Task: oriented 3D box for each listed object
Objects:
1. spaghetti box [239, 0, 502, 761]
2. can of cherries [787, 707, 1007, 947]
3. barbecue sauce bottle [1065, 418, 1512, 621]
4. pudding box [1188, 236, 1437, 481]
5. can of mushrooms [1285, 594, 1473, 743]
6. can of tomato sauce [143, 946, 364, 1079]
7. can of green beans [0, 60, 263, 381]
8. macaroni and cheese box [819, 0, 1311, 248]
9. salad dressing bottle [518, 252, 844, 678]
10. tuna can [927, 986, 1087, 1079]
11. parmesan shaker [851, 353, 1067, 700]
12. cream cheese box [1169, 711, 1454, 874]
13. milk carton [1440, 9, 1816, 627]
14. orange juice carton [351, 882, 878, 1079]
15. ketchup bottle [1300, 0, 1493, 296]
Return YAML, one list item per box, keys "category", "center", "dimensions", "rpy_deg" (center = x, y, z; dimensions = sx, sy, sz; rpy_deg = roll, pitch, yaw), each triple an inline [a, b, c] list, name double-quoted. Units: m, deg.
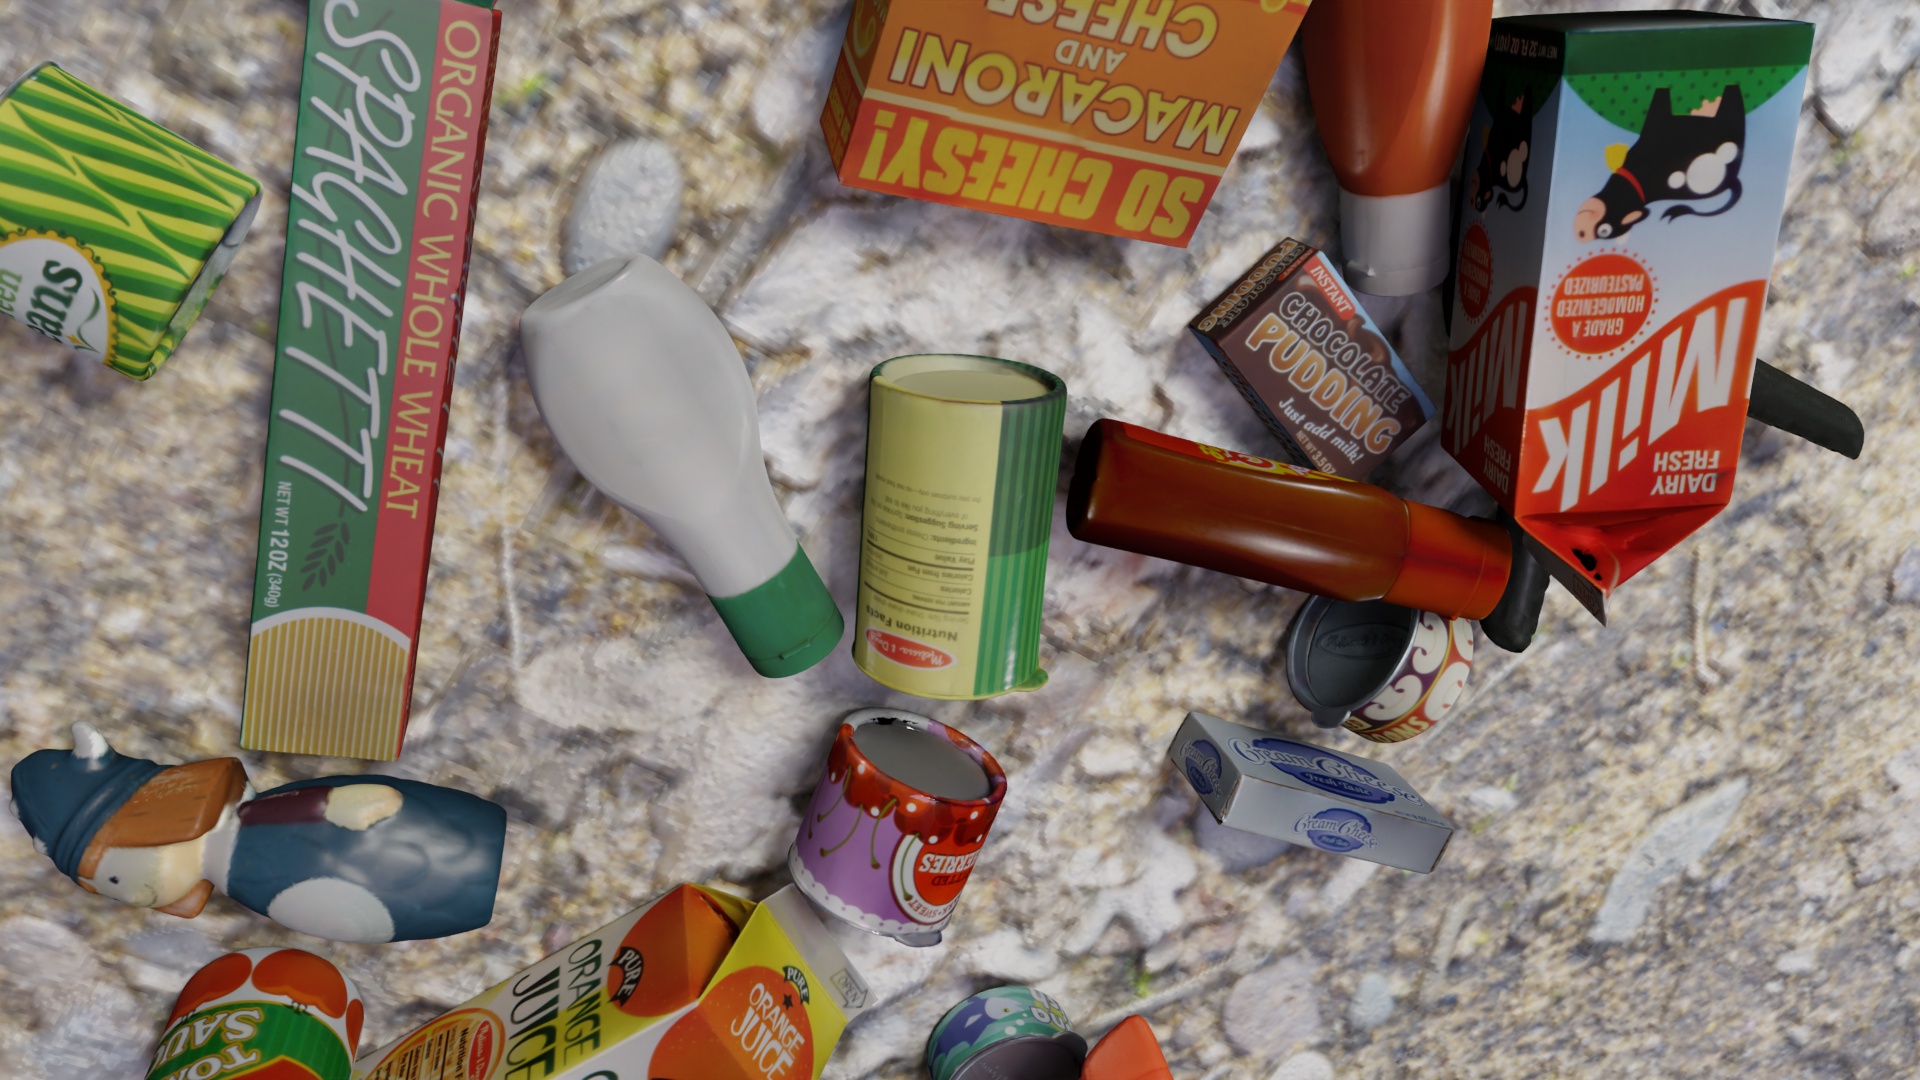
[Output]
- category: "spaghetti box"
  center: [-0.184, -0.046, 0.429]
  dimensions: [0.050, 0.029, 0.249]
  rpy_deg: [9, 110, -18]
- category: "can of cherries"
  center: [-0.021, 0.104, 0.510]
  dimensions: [0.071, 0.072, 0.058]
  rpy_deg: [17, 106, -20]
- category: "barbecue sauce bottle"
  center: [0.114, -0.005, 0.484]
  dimensions: [0.149, 0.065, 0.043]
  rpy_deg: [13, 93, -3]
- category: "pudding box"
  center: [0.128, -0.062, 0.501]
  dimensions: [0.049, 0.030, 0.083]
  rpy_deg: [-42, 116, 5]
- category: "can of mushrooms"
  center: [0.159, 0.044, 0.532]
  dimensions: [0.033, 0.071, 0.071]
  rpy_deg: [28, 103, -25]
- category: "can of tomato sauce"
  center: [-0.249, 0.192, 0.481]
  dimensions: [0.071, 0.083, 0.071]
  rpy_deg: [-5, 113, -12]
- category: "can of green beans"
  center: [-0.235, -0.085, 0.379]
  dimensions: [0.058, 0.071, 0.071]
  rpy_deg: [31, 102, -24]
- category: "macaroni and cheese box"
  center: [0.042, -0.172, 0.394]
  dimensions: [0.124, 0.040, 0.165]
  rpy_deg: [5, 132, -22]
- category: "salad dressing bottle"
  center: [-0.086, -0.020, 0.457]
  dimensions: [0.064, 0.044, 0.147]
  rpy_deg: [-29, 117, -3]
- category: "tuna can"
  center: [0.022, 0.224, 0.592]
  dimensions: [0.071, 0.033, 0.070]
  rpy_deg: [-5, 113, -12]
- category: "parmesan shaker"
  center: [0.002, -0.006, 0.471]
  dimensions: [0.071, 0.071, 0.102]
  rpy_deg: [0, 112, -14]
- category: "cream cheese box"
  center: [0.140, 0.102, 0.560]
  dimensions: [0.104, 0.053, 0.024]
  rpy_deg: [17, 105, -20]
- category: "milk carton"
  center: [0.209, -0.071, 0.458]
  dimensions: [0.073, 0.072, 0.189]
  rpy_deg: [-3, 114, 0]
- category: "orange juice carton"
  center: [-0.130, 0.197, 0.519]
  dimensions: [0.193, 0.073, 0.071]
  rpy_deg: [-28, 116, -2]
- category: "ketchup bottle"
  center: [0.140, -0.153, 0.451]
  dimensions: [0.044, 0.065, 0.148]
  rpy_deg: [-28, 127, -23]
